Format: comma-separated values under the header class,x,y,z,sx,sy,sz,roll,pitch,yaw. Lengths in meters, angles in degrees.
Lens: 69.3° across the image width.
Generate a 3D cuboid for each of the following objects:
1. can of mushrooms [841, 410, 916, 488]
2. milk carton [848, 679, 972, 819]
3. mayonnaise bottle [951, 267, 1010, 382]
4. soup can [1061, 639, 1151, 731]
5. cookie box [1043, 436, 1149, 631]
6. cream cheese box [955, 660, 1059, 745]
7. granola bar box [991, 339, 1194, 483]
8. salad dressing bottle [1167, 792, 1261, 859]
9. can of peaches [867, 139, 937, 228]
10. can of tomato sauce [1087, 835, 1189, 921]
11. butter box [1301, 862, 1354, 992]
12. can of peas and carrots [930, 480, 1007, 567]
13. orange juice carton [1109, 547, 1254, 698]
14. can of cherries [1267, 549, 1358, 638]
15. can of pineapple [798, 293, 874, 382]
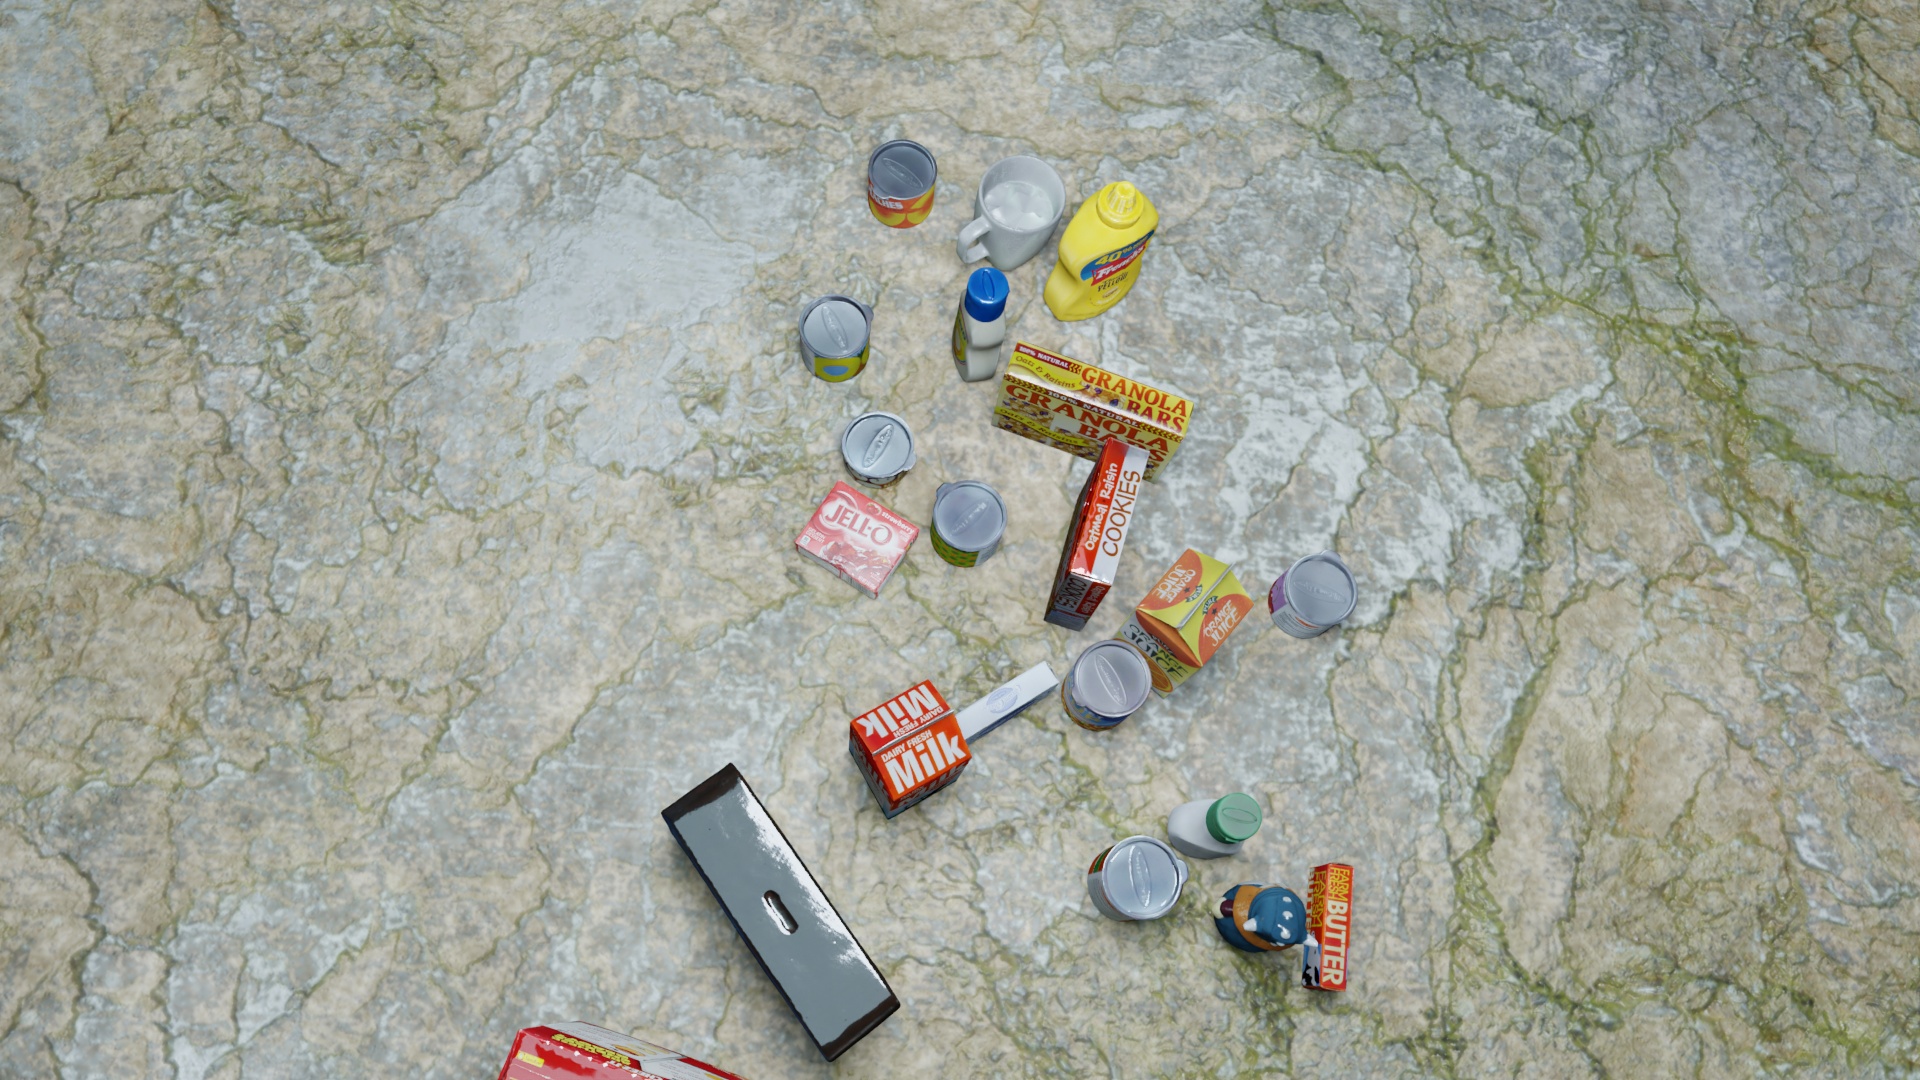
class,x,y,z,sx,sy,sz,roll,pitch,yaw
can of mushrooms,-0.074,-0.082,1.280,0.071,0.033,0.071,1,73,-4
milk carton,-0.042,0.169,1.122,0.072,0.190,0.073,-28,77,-12
mayonnaise bottle,0.018,-0.199,1.264,0.041,0.147,0.065,-10,74,-7
soup can,0.122,0.128,1.204,0.071,0.083,0.071,1,73,-4
cookie box,0.114,-0.002,1.200,0.040,0.167,0.123,17,73,1
cream cheese box,0.035,0.144,1.208,0.104,0.053,0.024,-30,78,-13
granola bar box,0.117,-0.115,1.258,0.166,0.124,0.039,20,73,2
salad dressing bottle,0.211,0.235,1.144,0.064,0.147,0.044,15,73,0
can of peaches,-0.059,-0.344,1.350,0.071,0.058,0.071,1,73,-4
can of tomato sauce,0.146,0.282,1.158,0.071,0.083,0.071,1,73,-4
butter box,0.310,0.326,1.173,0.024,0.053,0.104,10,72,-1
can of peas and carrots,0.004,-0.016,1.252,0.071,0.058,0.071,1,73,-4
orange juice carton,0.186,0.068,1.171,0.073,0.192,0.072,41,75,8
can of cherries,0.319,0.049,1.258,0.071,0.058,0.071,1,73,-4
can of pineapple,-0.115,-0.189,1.297,0.071,0.057,0.071,1,73,-4
